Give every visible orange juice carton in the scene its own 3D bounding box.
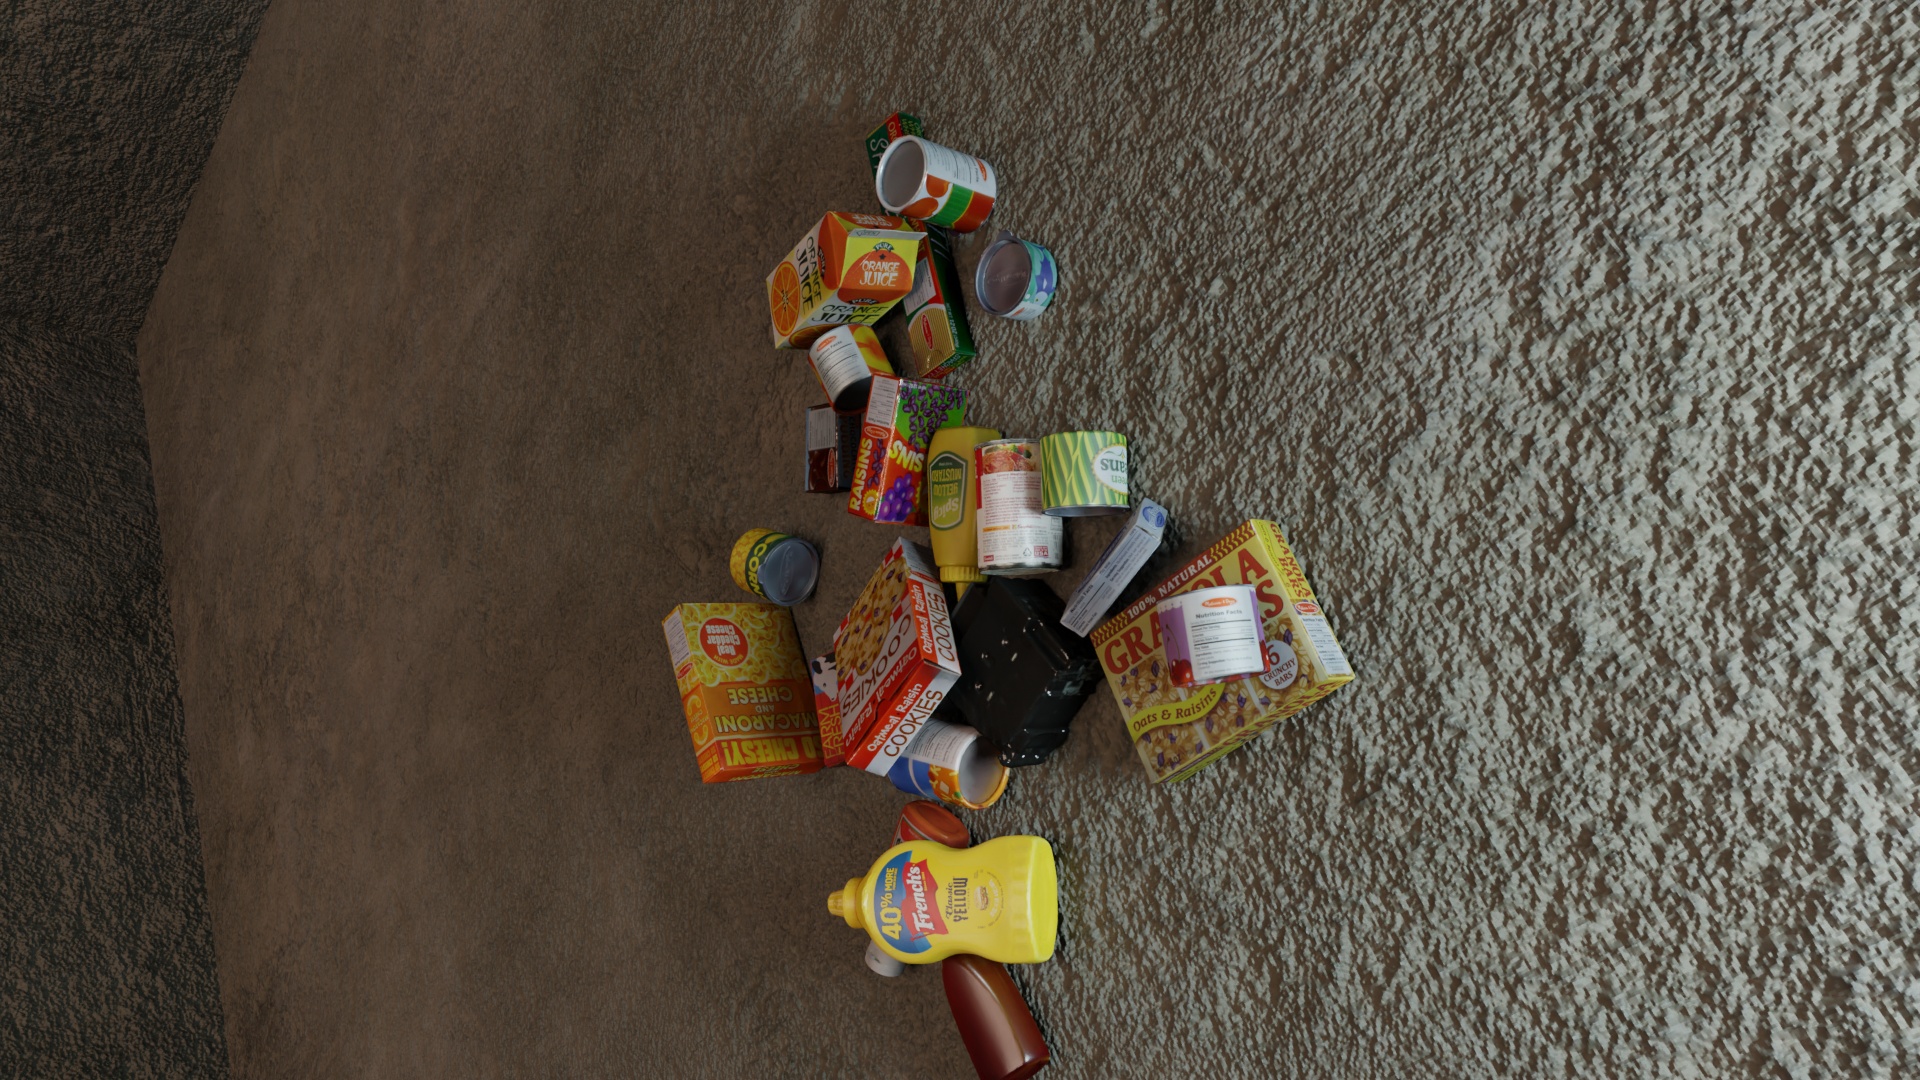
[{"bbox_3d":[-0.103,-0.236,1.241,0.192,0.072,0.073,-26,70,58],"label":"orange juice carton"}]

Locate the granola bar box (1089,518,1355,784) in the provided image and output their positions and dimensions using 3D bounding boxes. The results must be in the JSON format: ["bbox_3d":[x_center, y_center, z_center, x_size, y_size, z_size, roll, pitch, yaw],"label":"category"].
[{"bbox_3d":[0.179,0.080,0.977,0.165,0.039,0.124,-40,60,36],"label":"granola bar box"}]

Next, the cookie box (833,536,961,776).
[{"bbox_3d":[-0.058,0.094,1.158,0.122,0.040,0.168,-55,26,26],"label":"cookie box"}]

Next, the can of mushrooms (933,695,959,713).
[{"bbox_3d":[-0.021,0.112,1.185,0.071,0.033,0.071,-7,81,47],"label":"can of mushrooms"}]

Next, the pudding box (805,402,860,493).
[{"bbox_3d":[-0.121,-0.086,1.309,0.049,0.030,0.083,-5,83,44],"label":"pudding box"}]

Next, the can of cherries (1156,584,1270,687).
[{"bbox_3d":[0.167,0.064,0.917,0.071,0.071,0.058,-20,74,43],"label":"can of cherries"}]

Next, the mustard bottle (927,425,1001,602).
[{"bbox_3d":[0.004,-0.015,1.159,0.065,0.049,0.160,-5,83,47],"label":"mustard bottle"}]

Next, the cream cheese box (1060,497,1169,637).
[{"bbox_3d":[0.116,0.021,1.038,0.024,0.053,0.103,34,117,-1],"label":"cream cheese box"}]

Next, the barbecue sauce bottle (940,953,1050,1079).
[{"bbox_3d":[0.016,0.362,1.118,0.064,0.044,0.149,-52,52,33],"label":"barbecue sauce bottle"}]

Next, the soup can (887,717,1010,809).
[{"bbox_3d":[-0.009,0.184,1.145,0.083,0.071,0.071,4,90,45],"label":"soup can"}]

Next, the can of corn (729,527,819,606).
[{"bbox_3d":[-0.181,0.024,1.331,0.058,0.071,0.071,16,98,46],"label":"can of corn"}]

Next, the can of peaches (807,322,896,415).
[{"bbox_3d":[-0.096,-0.155,1.264,0.071,0.071,0.058,-43,63,35],"label":"can of peaches"}]

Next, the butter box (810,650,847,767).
[{"bbox_3d":[-0.107,0.153,1.277,0.053,0.024,0.103,-24,70,42],"label":"butter box"}]

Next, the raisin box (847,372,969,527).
[{"bbox_3d":[-0.044,-0.076,1.188,0.040,0.086,0.123,17,99,41],"label":"raisin box"}]

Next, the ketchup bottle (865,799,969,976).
[{"bbox_3d":[-0.042,0.299,1.182,0.065,0.043,0.148,32,110,39],"label":"ketchup bottle"}]

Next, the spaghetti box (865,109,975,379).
[{"bbox_3d":[-0.037,-0.266,1.240,0.050,0.029,0.250,-29,67,41],"label":"spaghetti box"}]

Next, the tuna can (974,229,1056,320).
[{"bbox_3d":[0.045,-0.218,1.147,0.071,0.033,0.071,-5,83,45],"label":"tuna can"}]

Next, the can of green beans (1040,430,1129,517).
[{"bbox_3d":[0.094,-0.050,1.058,0.071,0.071,0.058,-7,81,45],"label":"can of green beans"}]

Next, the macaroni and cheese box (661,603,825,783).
[{"bbox_3d":[-0.200,0.141,1.302,0.040,0.124,0.167,-40,59,40],"label":"macaroni and cheese box"}]

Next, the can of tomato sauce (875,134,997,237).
[{"bbox_3d":[-0.022,-0.303,1.188,0.071,0.083,0.071,-5,82,45],"label":"can of tomato sauce"}]
